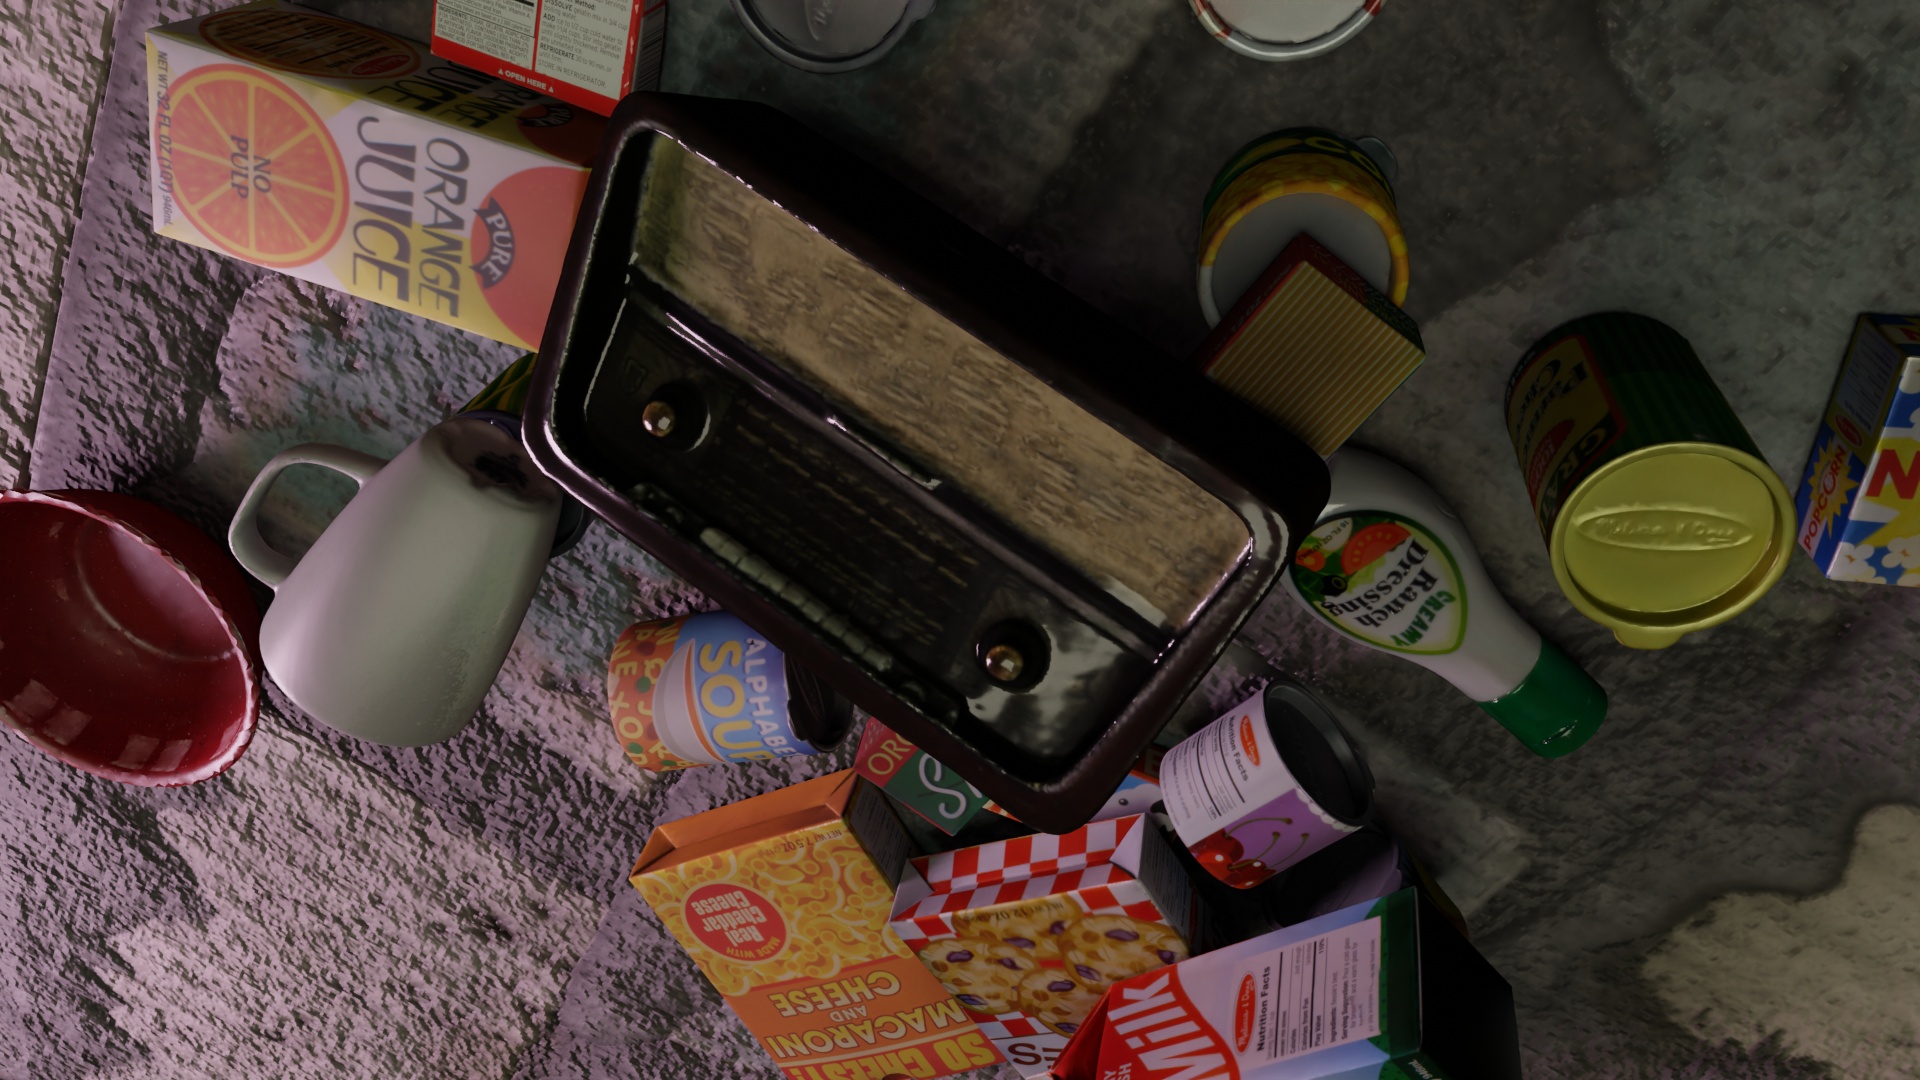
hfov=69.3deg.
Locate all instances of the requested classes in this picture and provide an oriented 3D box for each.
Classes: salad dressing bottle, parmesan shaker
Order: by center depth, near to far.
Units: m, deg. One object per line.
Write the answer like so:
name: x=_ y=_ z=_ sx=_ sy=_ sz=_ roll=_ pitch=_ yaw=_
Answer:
parmesan shaker: x=0.216 y=-0.023 z=0.450 sx=0.071 sy=0.103 sz=0.071 roll=5 pitch=121 yaw=9
salad dressing bottle: x=0.179 y=0.025 z=0.521 sx=0.147 sy=0.044 sz=0.064 roll=38 pitch=122 yaw=-12

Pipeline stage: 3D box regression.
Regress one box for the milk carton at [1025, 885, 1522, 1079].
milk carton: x=0.118 y=0.213 z=0.554 sx=0.190 sy=0.074 sz=0.072 roll=-31 pitch=114 yaw=33

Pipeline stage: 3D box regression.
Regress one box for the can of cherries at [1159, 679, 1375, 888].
can of cherries: x=0.125 y=0.101 z=0.565 sx=0.071 sy=0.072 sz=0.058 roll=42 pitch=120 yaw=-13

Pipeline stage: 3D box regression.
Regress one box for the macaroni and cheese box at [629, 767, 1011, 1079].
macaroni and cheese box: x=-0.063 y=0.197 z=0.677 sx=0.123 sy=0.040 sz=0.166 roll=-20 pitch=114 yaw=23

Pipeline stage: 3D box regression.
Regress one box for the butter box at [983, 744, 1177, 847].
butter box: x=0.048 y=0.104 z=0.607 sx=0.103 sy=0.024 sz=0.052 roll=22 pitch=123 yaw=-1

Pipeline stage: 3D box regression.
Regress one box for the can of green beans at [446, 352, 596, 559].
can of green beans: x=-0.166 y=-0.035 z=0.550 sx=0.071 sy=0.058 sz=0.071 roll=5 pitch=122 yaw=9

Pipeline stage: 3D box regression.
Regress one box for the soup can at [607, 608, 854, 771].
soup can: x=-0.097 y=0.062 z=0.585 sx=0.084 sy=0.072 sz=0.071 roll=-9 pitch=118 yaw=17

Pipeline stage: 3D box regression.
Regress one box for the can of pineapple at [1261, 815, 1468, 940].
can of pineapple: x=0.172 y=0.160 z=0.588 sx=0.071 sy=0.071 sz=0.057 roll=-32 pitch=110 yaw=26

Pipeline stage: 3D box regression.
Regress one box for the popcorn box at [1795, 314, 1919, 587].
popcorn box: x=0.357 y=-0.026 z=0.457 sx=0.127 sy=0.038 sz=0.084 roll=5 pitch=122 yaw=9

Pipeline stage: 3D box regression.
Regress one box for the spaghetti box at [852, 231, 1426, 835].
spaghetti box: x=0.050 y=0.010 z=0.470 sx=0.050 sy=0.029 sz=0.249 roll=35 pitch=118 yaw=-9

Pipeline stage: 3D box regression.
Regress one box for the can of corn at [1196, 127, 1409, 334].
can of corn: x=0.113 y=-0.096 z=0.454 sx=0.071 sy=0.058 sz=0.070 roll=5 pitch=121 yaw=9

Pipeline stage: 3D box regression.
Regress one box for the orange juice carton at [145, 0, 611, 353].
orange juice carton: x=-0.174 y=-0.124 z=0.490 sx=0.193 sy=0.073 sz=0.071 roll=18 pitch=121 yaw=0

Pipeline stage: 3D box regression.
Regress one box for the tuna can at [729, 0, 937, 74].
tuna can: x=-0.038 y=-0.187 z=0.447 sx=0.071 sy=0.033 sz=0.070 roll=5 pitch=121 yaw=9

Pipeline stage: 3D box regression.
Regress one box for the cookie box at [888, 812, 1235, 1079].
cookie box: x=0.064 y=0.199 z=0.636 sx=0.122 sy=0.040 sz=0.167 roll=-18 pitch=123 yaw=27

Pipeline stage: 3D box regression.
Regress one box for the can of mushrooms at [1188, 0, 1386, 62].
can of mushrooms: x=0.099 y=-0.183 z=0.420 sx=0.071 sy=0.034 sz=0.070 roll=6 pitch=122 yaw=9
